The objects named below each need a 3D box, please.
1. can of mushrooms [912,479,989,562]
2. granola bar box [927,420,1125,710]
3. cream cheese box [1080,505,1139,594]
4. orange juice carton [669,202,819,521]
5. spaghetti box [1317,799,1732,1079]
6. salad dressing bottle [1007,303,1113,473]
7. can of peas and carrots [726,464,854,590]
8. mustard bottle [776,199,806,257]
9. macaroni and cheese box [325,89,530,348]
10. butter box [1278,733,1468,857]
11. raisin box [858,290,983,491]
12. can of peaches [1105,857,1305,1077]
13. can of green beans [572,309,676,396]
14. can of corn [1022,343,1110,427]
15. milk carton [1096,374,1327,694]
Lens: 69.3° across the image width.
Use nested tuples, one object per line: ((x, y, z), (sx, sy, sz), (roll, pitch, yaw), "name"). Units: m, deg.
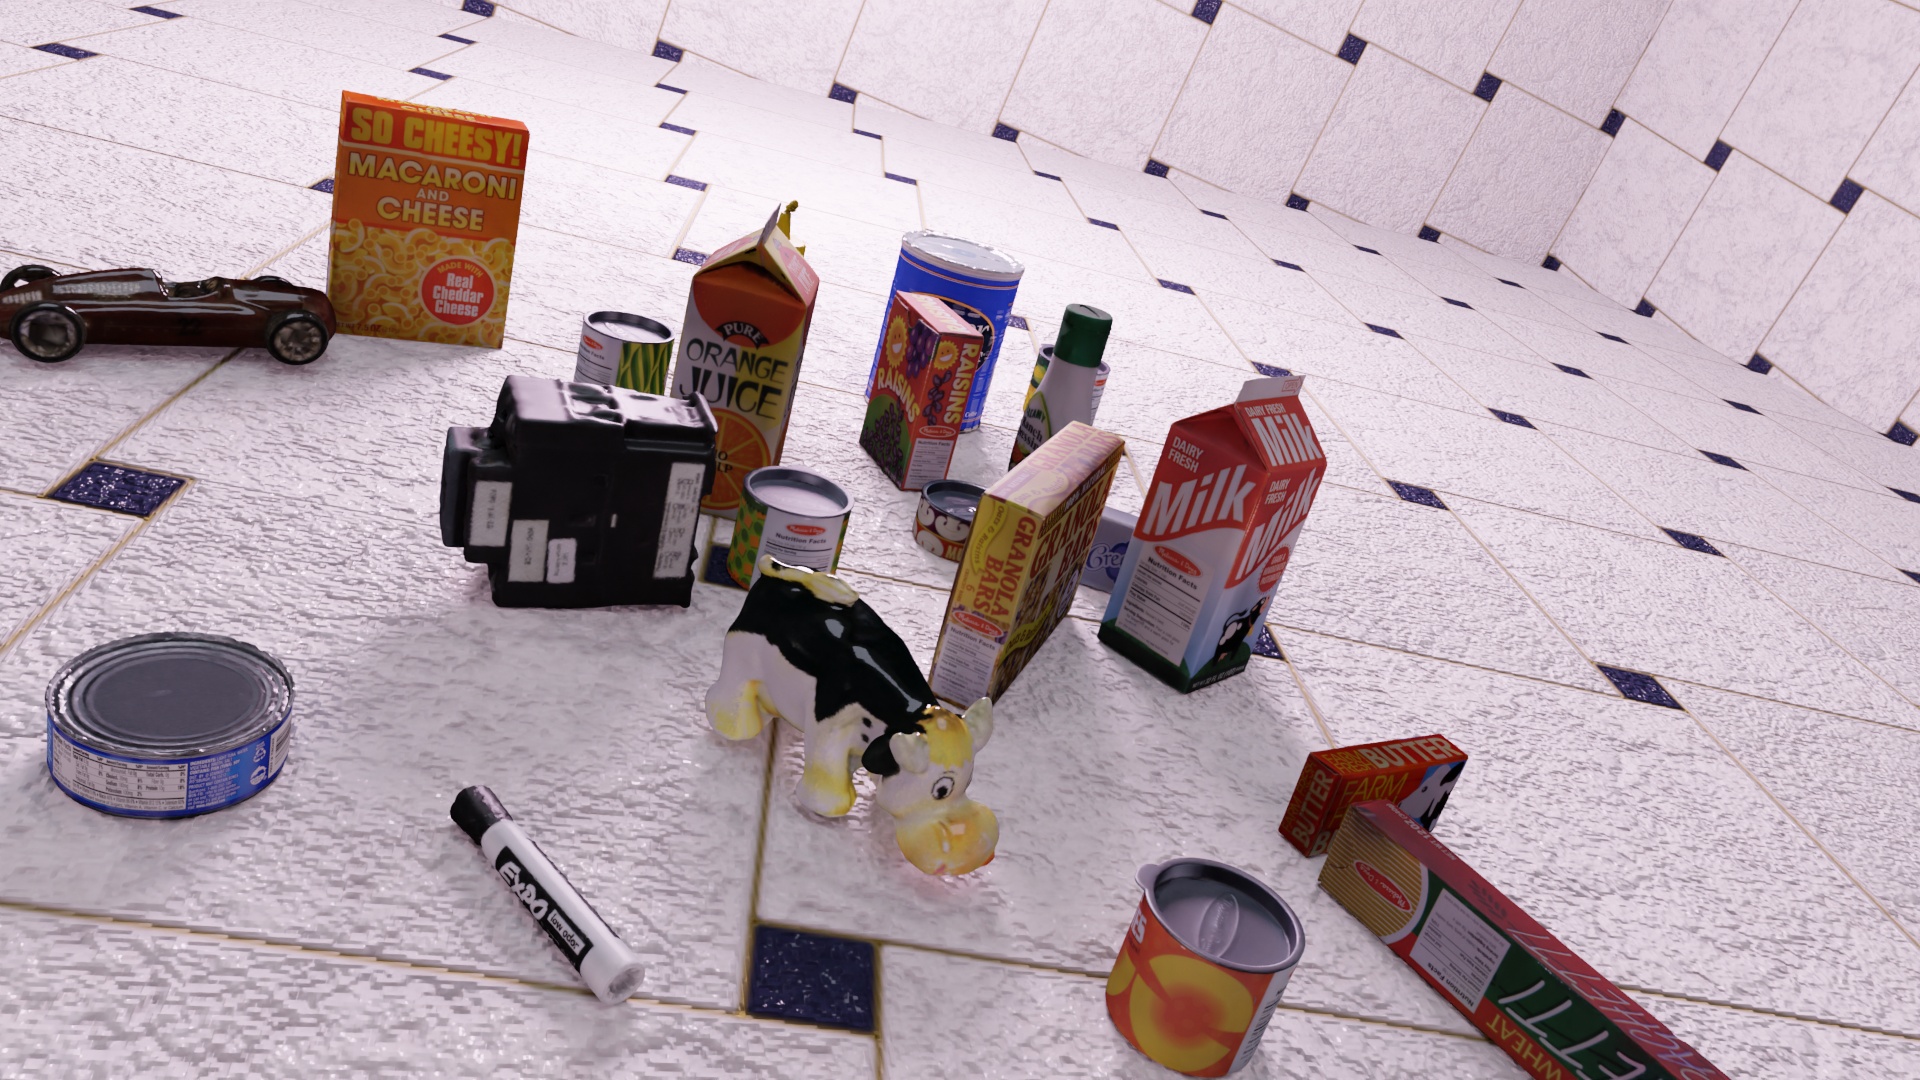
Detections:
((0.003, -0.012, 0.937), (0.071, 0.033, 0.071), (14, 24, -6), "can of mushrooms")
((0.039, 0.011, 0.798), (0.039, 0.123, 0.166), (22, 24, 13), "granola bar box")
((0.129, 0.016, 0.931), (0.104, 0.053, 0.024), (18, 23, 5), "cream cheese box")
((-0.137, -0.115, 0.876), (0.073, 0.191, 0.072), (14, 23, -4), "orange juice carton")
((0.258, 0.207, 0.598), (0.029, 0.050, 0.251), (-2, 29, -36), "spaghetti box")
((0.076, -0.103, 1.042), (0.044, 0.147, 0.064), (4, 26, -26), "salad dressing bottle")
((-0.102, -0.005, 0.825), (0.071, 0.058, 0.071), (14, 24, -6), "can of peas and carrots")
((-0.149, -0.184, 1.062), (0.065, 0.159, 0.049), (28, 26, 26), "mustard bottle")
((-0.386, -0.228, 1.000), (0.124, 0.165, 0.040), (2, 27, -29), "macaroni and cheese box")
((0.218, 0.133, 0.730), (0.104, 0.053, 0.024), (-1, 28, -33), "butter box")
((-0.031, -0.109, 1.017), (0.040, 0.122, 0.086), (3, 27, -28), "raisin box")
((0.096, 0.171, 0.563), (0.071, 0.057, 0.071), (14, 24, -6), "can of peaches")
((-0.244, -0.129, 1.008), (0.071, 0.057, 0.071), (14, 24, -6), "can of green beans")
((0.092, -0.135, 1.234), (0.071, 0.058, 0.071), (14, 24, -6), "can of corn")
((0.157, -0.011, 0.837), (0.073, 0.189, 0.072), (33, 28, 34), "milk carton")
